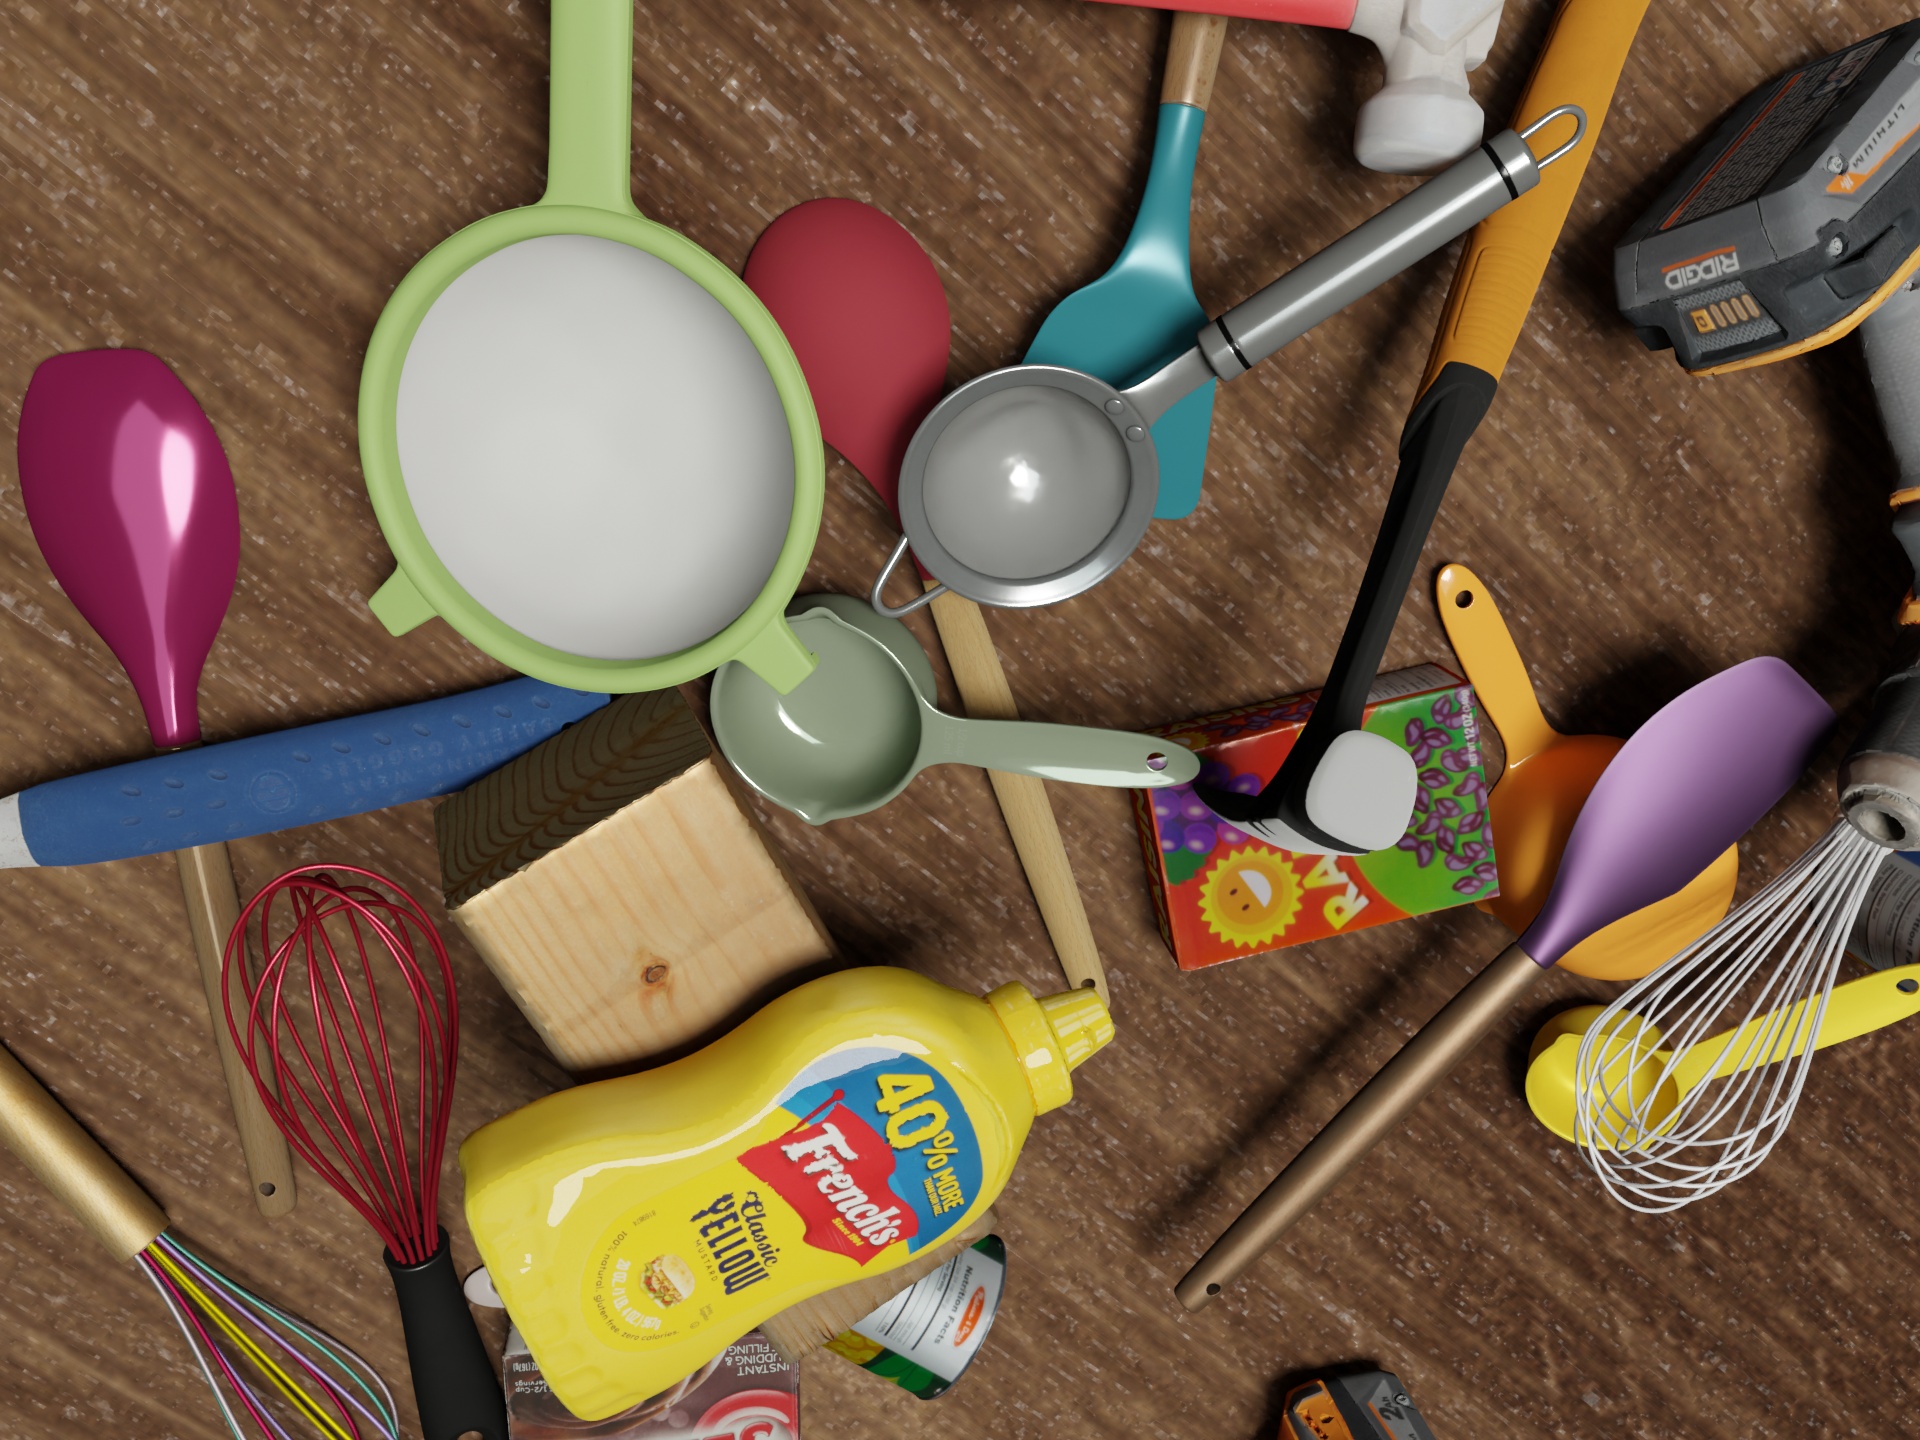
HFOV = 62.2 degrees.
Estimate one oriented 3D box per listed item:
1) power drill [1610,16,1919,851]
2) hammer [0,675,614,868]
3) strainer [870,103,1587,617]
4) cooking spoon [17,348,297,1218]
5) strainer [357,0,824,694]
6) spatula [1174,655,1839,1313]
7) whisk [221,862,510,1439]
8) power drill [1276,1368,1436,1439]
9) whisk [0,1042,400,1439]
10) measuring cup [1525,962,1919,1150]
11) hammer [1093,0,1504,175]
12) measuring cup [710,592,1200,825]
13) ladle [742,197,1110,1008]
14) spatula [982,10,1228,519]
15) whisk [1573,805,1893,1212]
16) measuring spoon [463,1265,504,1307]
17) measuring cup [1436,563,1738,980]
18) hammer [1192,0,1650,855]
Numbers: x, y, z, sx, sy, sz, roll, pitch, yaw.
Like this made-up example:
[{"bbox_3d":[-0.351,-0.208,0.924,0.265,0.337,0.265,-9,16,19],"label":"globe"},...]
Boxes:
[{"bbox_3d":[0.310,-0.086,0.527,0.185,0.084,0.226,-46,107,-21],"label":"power drill"},{"bbox_3d":[-0.315,0.043,0.524,0.405,0.035,0.144,-12,105,-10],"label":"hammer"},{"bbox_3d":[0.076,-0.112,0.503,0.258,0.050,0.086,-31,122,19],"label":"strainer"},{"bbox_3d":[-0.270,0.032,0.560,0.068,0.017,0.318,-6,105,-5],"label":"cooking spoon"},{"bbox_3d":[-0.105,-0.139,0.496,0.151,0.069,0.256,8,109,9],"label":"strainer"},{"bbox_3d":[0.185,0.102,0.573,0.059,0.018,0.316,38,101,-14],"label":"spatula"},{"bbox_3d":[-0.201,0.176,0.574,0.073,0.073,0.295,-5,118,-4],"label":"whisk"},{"bbox_3d":[0.086,0.344,0.605,0.226,0.164,0.084,-13,106,-4],"label":"power drill"},{"bbox_3d":[-0.293,0.213,0.598,0.051,0.047,0.245,-39,101,-7],"label":"whisk"},{"bbox_3d":[0.290,0.117,0.602,0.156,0.029,0.062,-30,104,29],"label":"measuring cup"},{"bbox_3d":[-0.027,-0.258,0.478,0.386,0.038,0.143,6,97,-1],"label":"hammer"},{"bbox_3d":[-0.001,-0.002,0.549,0.167,0.038,0.083,8,117,6],"label":"measuring cup"},{"bbox_3d":[0.001,-0.029,0.568,0.069,0.031,0.315,-19,108,3],"label":"ladle"},{"bbox_3d":[0.074,-0.226,0.524,0.082,0.044,0.317,10,99,-6],"label":"spatula"},{"bbox_3d":[0.309,0.059,0.566,0.284,0.070,0.070,-44,106,-18],"label":"whisk"},{"bbox_3d":[-0.134,0.212,0.627,0.124,0.018,0.034,-11,89,4],"label":"measuring spoon"},{"bbox_3d":[0.224,0.020,0.587,0.095,0.052,0.173,-31,108,3],"label":"measuring cup"},{"bbox_3d":[0.162,-0.116,0.512,0.034,0.127,0.337,23,84,-5],"label":"hammer"}]
